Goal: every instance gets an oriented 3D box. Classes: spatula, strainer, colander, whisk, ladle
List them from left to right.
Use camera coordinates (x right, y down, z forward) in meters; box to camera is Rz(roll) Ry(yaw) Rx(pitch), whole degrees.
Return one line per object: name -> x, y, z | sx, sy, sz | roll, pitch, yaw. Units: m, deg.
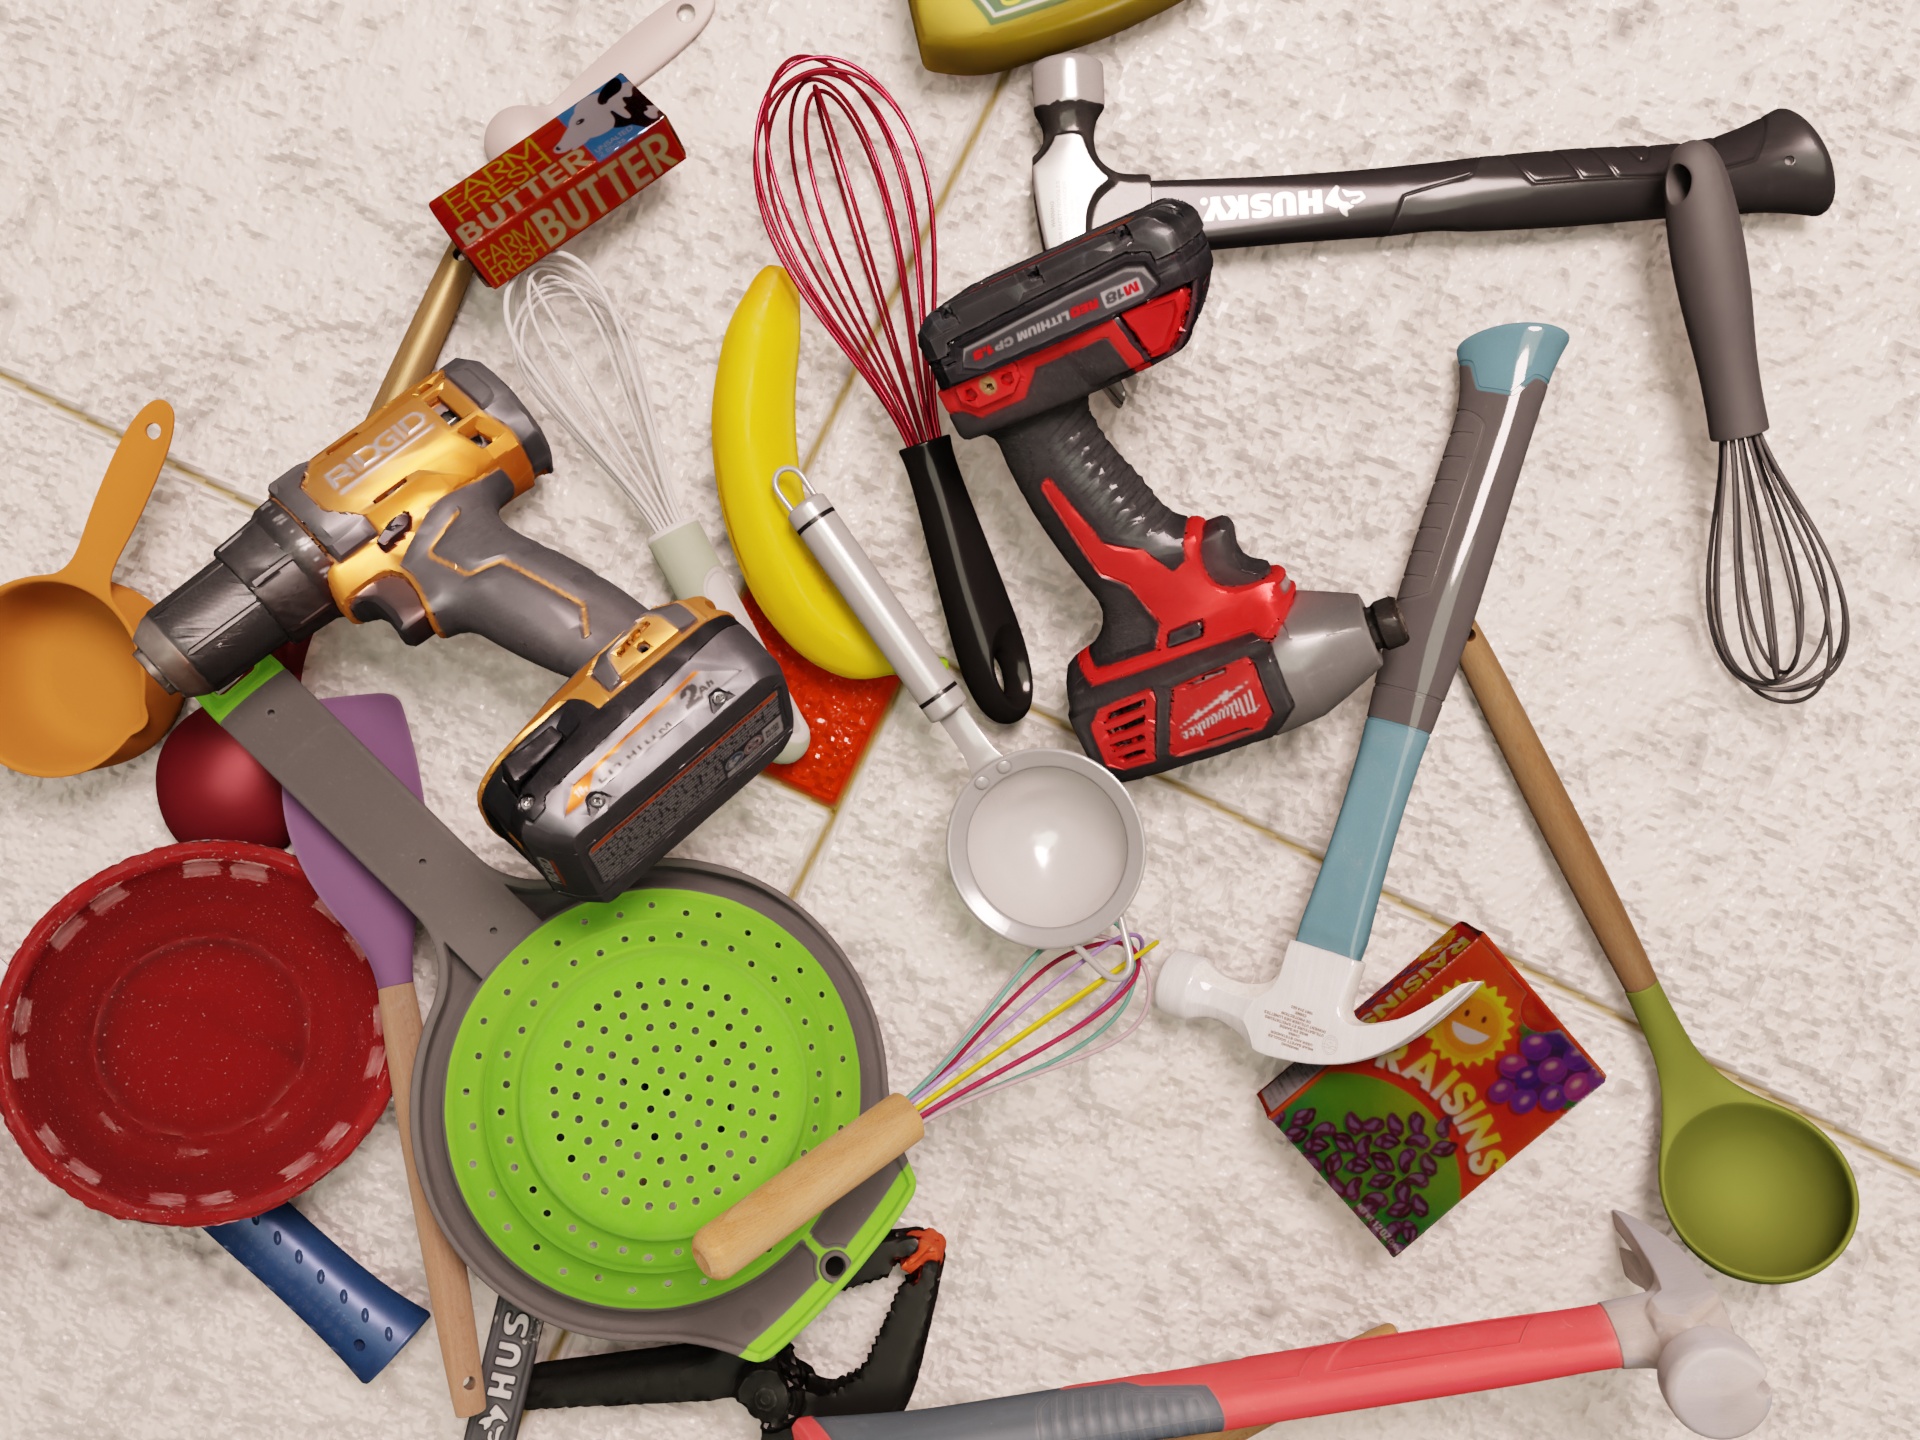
ladle -> -0.281, -0.077, 0.714 | 0.069, 0.031, 0.315 | 24, 93, -10
spatula -> -0.244, 0.142, 0.694 | 0.059, 0.018, 0.316 | -9, 81, -31
colander -> -0.181, 0.096, 0.655 | 0.397, 0.094, 0.204 | 44, 72, 0
whisk -> -0.129, -0.091, 0.698 | 0.059, 0.058, 0.246 | -22, 98, 38
whisk -> -0.022, -0.138, 0.685 | 0.073, 0.073, 0.295 | -18, 99, 3
whisk -> -0.004, 0.147, 0.646 | 0.245, 0.047, 0.051 | -28, 105, -34
strainer -> -0.001, -0.002, 0.678 | 0.087, 0.050, 0.258 | -34, 93, 14
ladle -> 0.288, 0.093, 0.689 | 0.078, 0.062, 0.320 | -27, 90, 1
whisk -> 0.326, -0.121, 0.662 | 0.055, 0.055, 0.239 | -16, 101, 3

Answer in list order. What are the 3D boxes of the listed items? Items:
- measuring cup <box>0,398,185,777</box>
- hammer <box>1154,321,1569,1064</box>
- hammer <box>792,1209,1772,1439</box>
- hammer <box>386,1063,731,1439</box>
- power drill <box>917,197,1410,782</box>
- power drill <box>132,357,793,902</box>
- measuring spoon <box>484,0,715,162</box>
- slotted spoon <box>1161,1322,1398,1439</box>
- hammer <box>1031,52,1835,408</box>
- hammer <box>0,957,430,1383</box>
measuring cup -> -0.375, -0.059, 0.707 | 0.095, 0.052, 0.173 | 24, 93, 0
hammer -> 0.190, -0.011, 0.682 | 0.128, 0.033, 0.331 | 17, 90, 28
hammer -> 0.119, 0.279, 0.678 | 0.386, 0.143, 0.038 | -12, 93, 8
hammer -> -0.218, 0.349, 0.689 | 0.149, 0.036, 0.409 | 12, 80, 1
power drill -> 0.084, -0.089, 0.647 | 0.143, 0.079, 0.219 | -19, 108, 20
power drill -> -0.202, -0.028, 0.639 | 0.226, 0.084, 0.185 | 41, 70, 18
measuring spoon -> -0.159, -0.282, 0.698 | 0.124, 0.018, 0.034 | -37, 92, 4
slotted spoon -> 0.063, 0.356, 0.731 | 0.314, 0.031, 0.070 | -29, 93, 2
hammer -> 0.199, -0.218, 0.680 | 0.335, 0.035, 0.146 | -3, 93, 2
hammer -> -0.411, 0.157, 0.731 | 0.405, 0.035, 0.144 | 43, 94, -1
